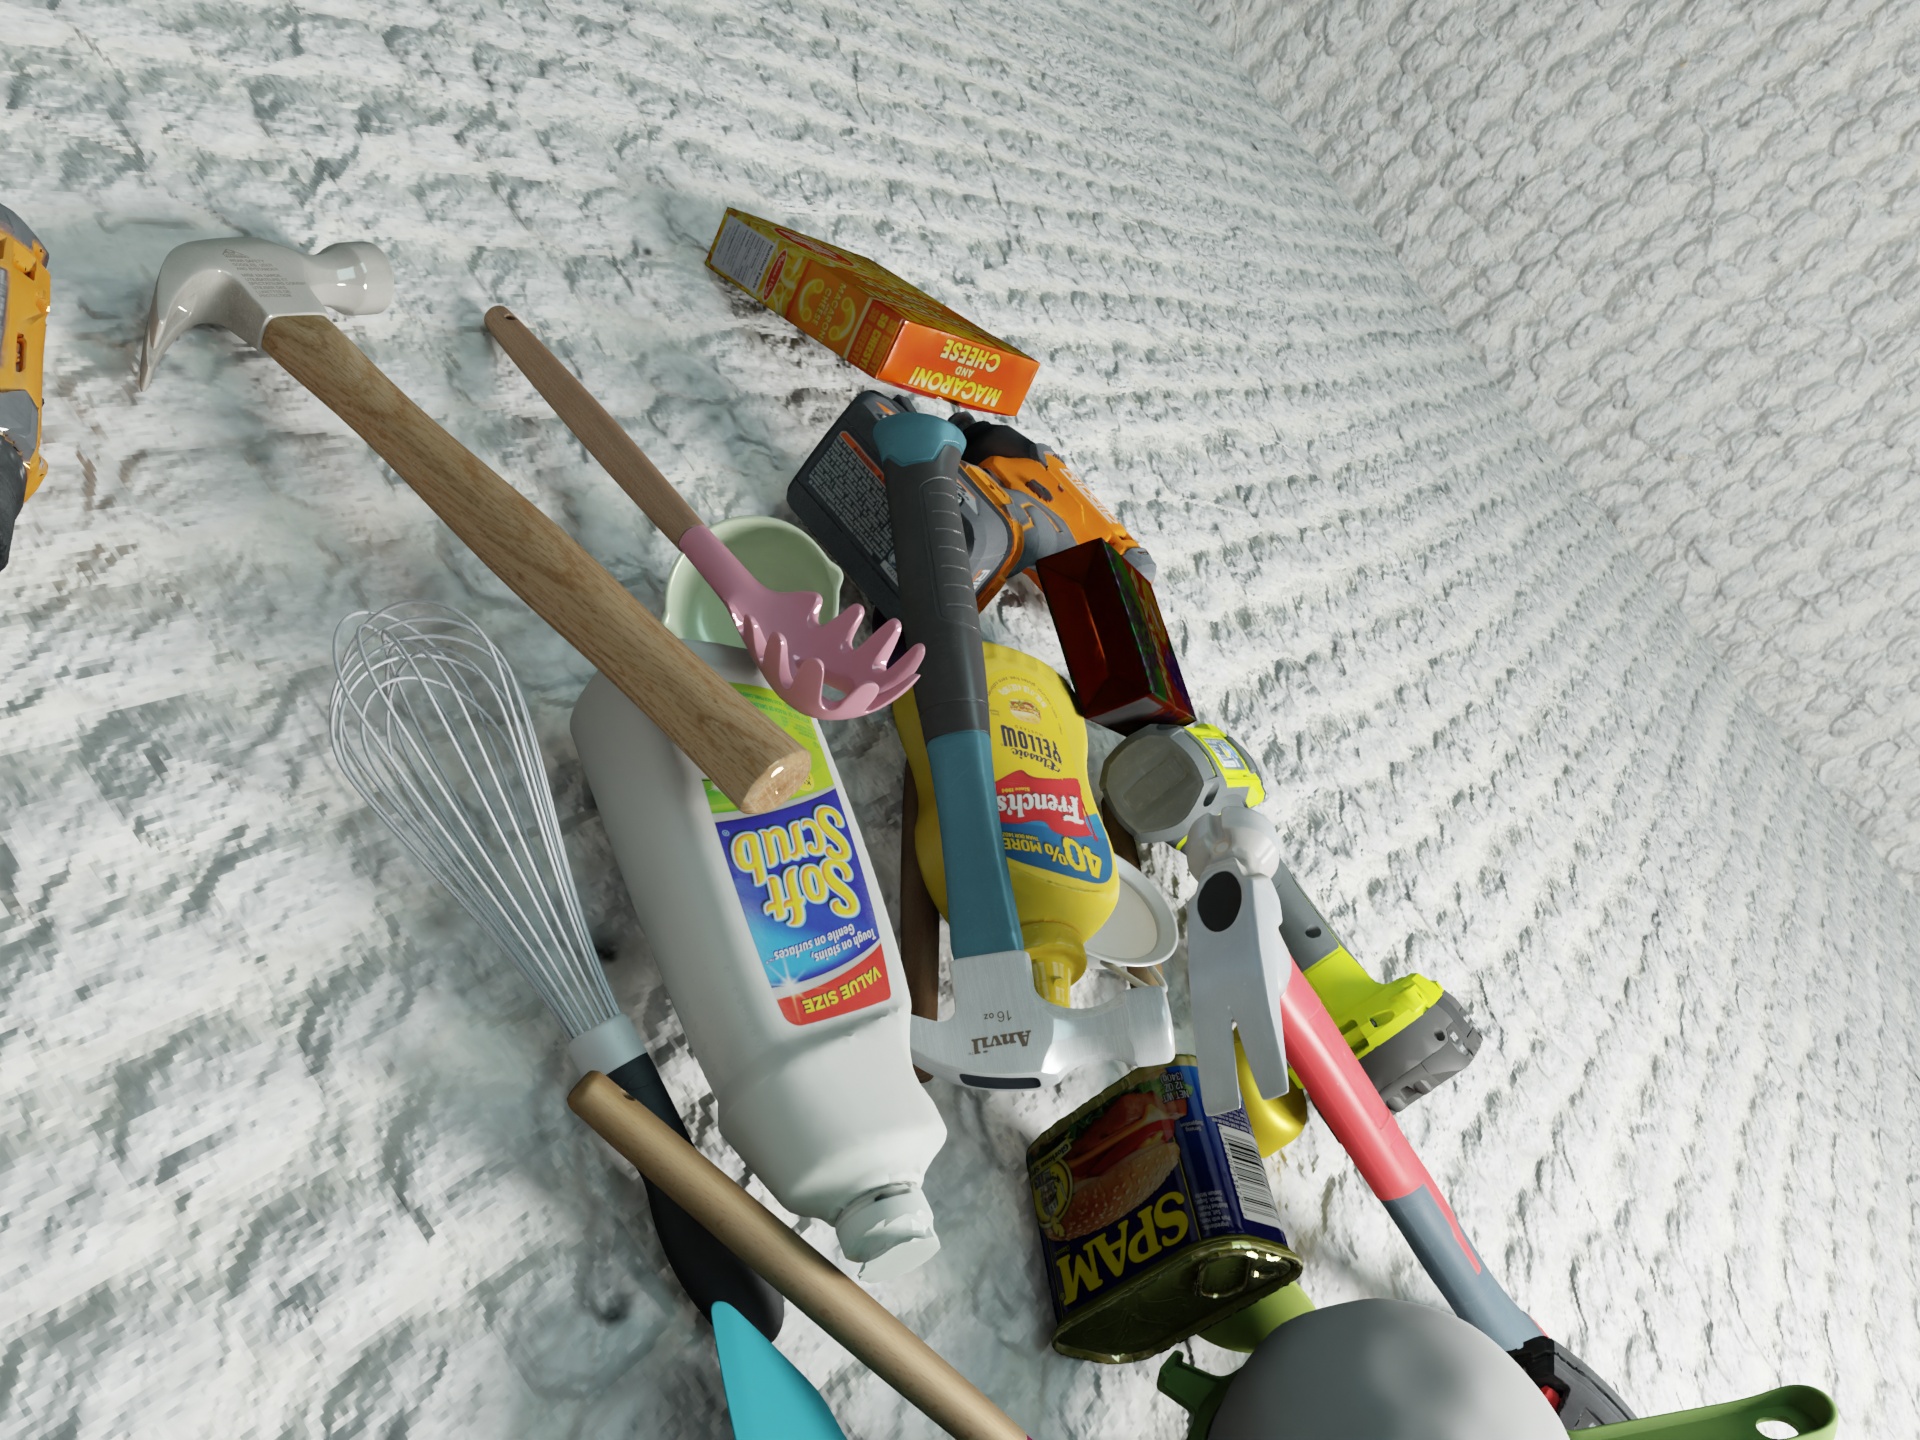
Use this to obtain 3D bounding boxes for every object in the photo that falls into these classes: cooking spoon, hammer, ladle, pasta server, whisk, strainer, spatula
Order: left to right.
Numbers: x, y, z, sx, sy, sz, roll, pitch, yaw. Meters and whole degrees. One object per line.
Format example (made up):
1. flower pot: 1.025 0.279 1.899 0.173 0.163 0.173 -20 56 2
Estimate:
1. hammer: -0.183 -0.081 0.597 0.331 0.031 0.130 41 33 16
2. whisk: -0.135 0.083 0.536 0.070 0.070 0.285 -19 76 -57
3. pasta server: -0.124 -0.099 0.673 0.060 0.040 0.316 -10 46 -43
4. spatula: -0.021 0.037 0.758 0.059 0.018 0.316 31 35 -26
5. cooking spoon: -0.003 0.220 0.512 0.319 0.017 0.069 43 0 -6
6. hammer: -0.001 -0.002 0.686 0.033 0.128 0.331 75 6 -59
7. strainer: 0.043 0.044 0.810 0.086 0.050 0.259 7 44 -32
8. spatula: 0.036 0.265 0.561 0.317 0.044 0.082 23 28 -38
9. ladle: 0.106 0.148 0.765 0.320 0.062 0.078 -95 161 -48
10. hammer: 0.195 0.215 0.701 0.386 0.038 0.143 55 25 -30
11. strainer: 0.209 0.253 0.578 0.256 0.069 0.152 -5 22 -11

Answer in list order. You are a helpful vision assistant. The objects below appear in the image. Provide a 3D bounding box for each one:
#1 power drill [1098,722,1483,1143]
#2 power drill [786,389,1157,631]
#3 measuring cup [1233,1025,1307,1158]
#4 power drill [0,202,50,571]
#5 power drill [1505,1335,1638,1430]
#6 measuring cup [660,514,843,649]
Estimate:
1. power drill: 0.175 0.100 0.845 0.223 0.080 0.171 56 17 15
2. power drill: 0.005 -0.122 0.896 0.164 0.084 0.226 50 25 18
3. measuring cup: 0.158 0.160 0.838 0.062 0.029 0.157 41 33 -15
4. power drill: -0.366 -0.103 0.423 0.226 0.084 0.186 19 44 -46
5. power drill: 0.208 0.348 0.597 0.078 0.143 0.220 48 29 -3
6. measuring cup: -0.078 -0.008 0.710 0.038 0.083 0.167 129 -57 -86
